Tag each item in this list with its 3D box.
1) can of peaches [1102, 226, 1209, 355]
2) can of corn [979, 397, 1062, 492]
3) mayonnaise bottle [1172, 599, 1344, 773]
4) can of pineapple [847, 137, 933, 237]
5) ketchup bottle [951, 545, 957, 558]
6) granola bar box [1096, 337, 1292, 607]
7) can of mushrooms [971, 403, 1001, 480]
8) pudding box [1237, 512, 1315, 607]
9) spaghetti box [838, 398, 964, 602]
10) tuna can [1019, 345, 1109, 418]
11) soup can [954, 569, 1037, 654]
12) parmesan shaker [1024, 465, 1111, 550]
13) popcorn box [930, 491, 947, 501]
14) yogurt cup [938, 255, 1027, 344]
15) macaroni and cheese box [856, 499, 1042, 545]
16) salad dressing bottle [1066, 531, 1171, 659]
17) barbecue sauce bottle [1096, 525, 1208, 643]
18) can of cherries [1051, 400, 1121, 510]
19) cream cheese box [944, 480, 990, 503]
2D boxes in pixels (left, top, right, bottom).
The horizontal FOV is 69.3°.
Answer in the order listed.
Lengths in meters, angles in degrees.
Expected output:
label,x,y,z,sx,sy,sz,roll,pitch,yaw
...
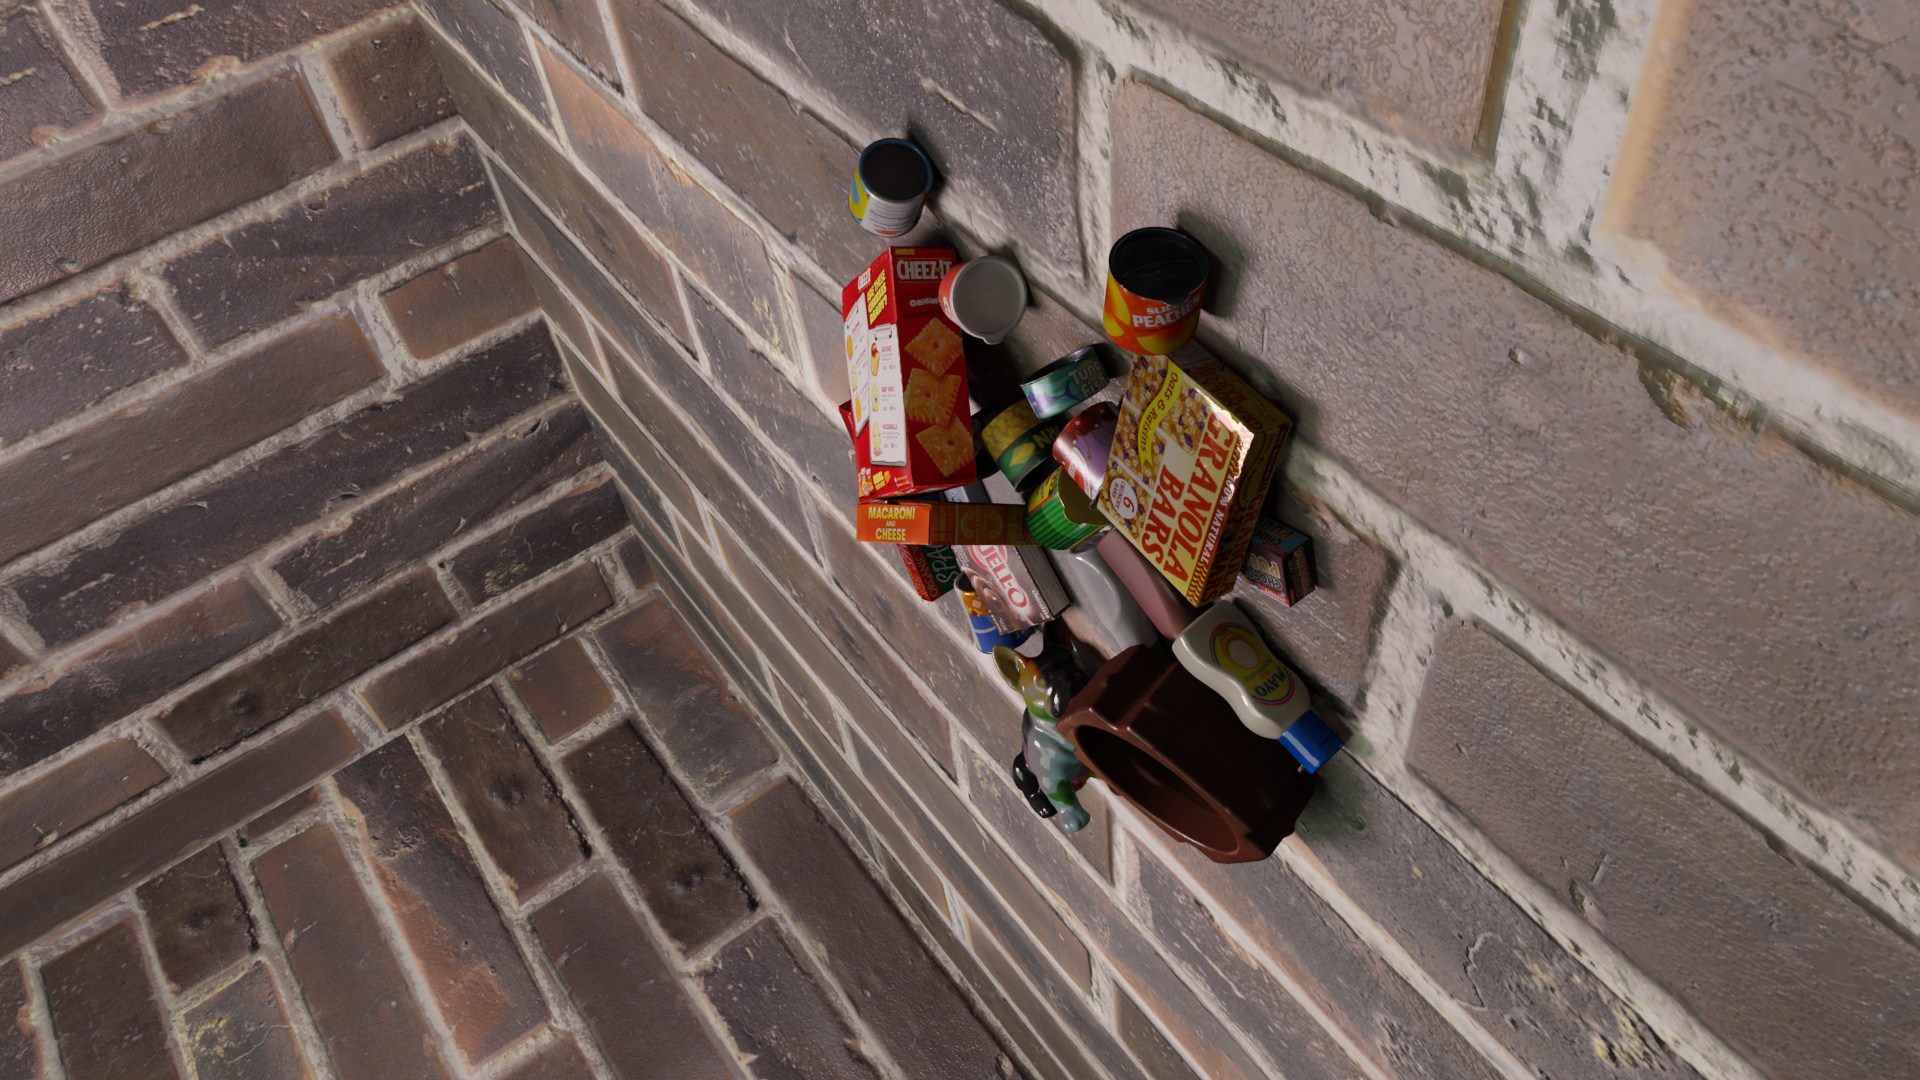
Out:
label,x,y,z,sx,sy,sz,roll,pitch,yaw
can of peaches,0.130,-0.164,0.929,0.071,0.071,0.057,49,159,26
can of corn,0.060,-0.087,1.229,0.058,0.071,0.071,54,160,13
mayonnaise bottle,0.240,0.118,1.105,0.148,0.065,0.041,47,155,18
can of pineapple,-0.060,-0.305,1.193,0.071,0.071,0.057,56,160,7
ketchup bottle,-0.050,-0.043,1.600,0.149,0.044,0.064,51,159,20
granola bar box,0.164,-0.053,1.002,0.124,0.039,0.164,49,145,34
can of mushrooms,0.024,-0.092,1.310,0.033,0.071,0.070,49,159,26
pudding box,0.221,0.008,1.026,0.084,0.030,0.049,36,151,49
spaghetti box,-0.060,-0.045,1.491,0.029,0.050,0.249,26,143,55
tuna can,0.085,-0.126,1.105,0.032,0.071,0.071,61,161,-11
soup can,0.039,0.072,1.529,0.071,0.071,0.083,29,144,55
parmesan shaker,0.098,-0.032,1.205,0.071,0.071,0.103,57,161,4
popcorn box,-0.059,-0.104,1.537,0.127,0.038,0.084,39,153,43
yogurt cup,0.016,-0.205,1.162,0.072,0.072,0.054,66,168,-20
macaroni and cheese box,0.005,-0.016,1.295,0.123,0.167,0.040,3,92,54
salad dressing bottle,0.150,0.065,1.272,0.147,0.044,0.064,61,159,-14
barbecue sauce bottle,0.177,0.049,1.179,0.149,0.044,0.064,54,164,11
can of cherries,0.114,-0.068,1.112,0.058,0.072,0.071,51,159,22
cream cheese box,0.016,-0.026,1.492,0.053,0.024,0.103,17,135,60
